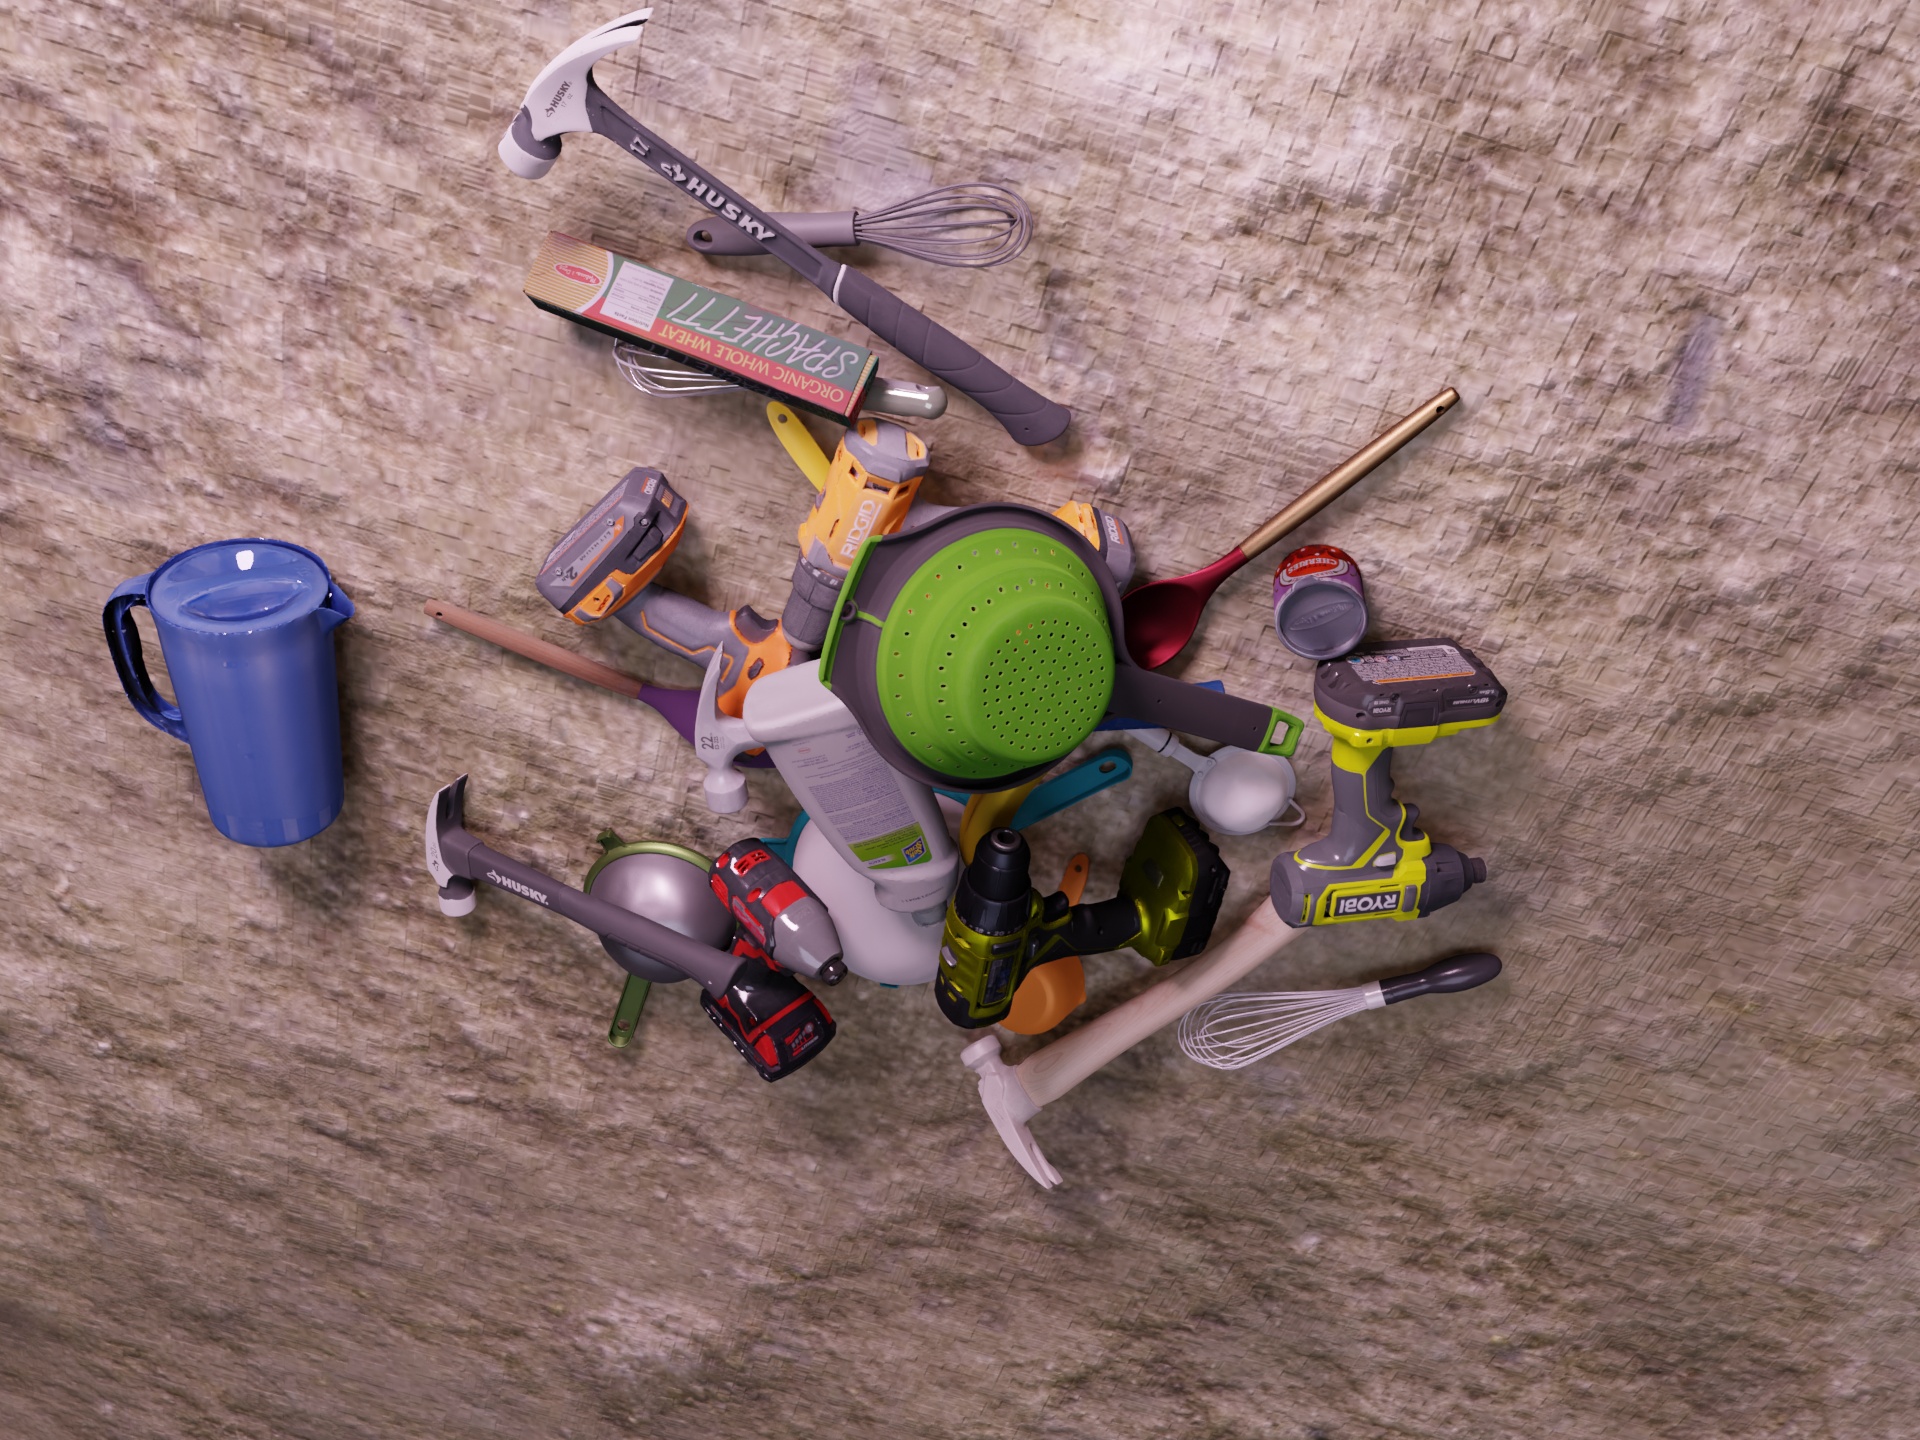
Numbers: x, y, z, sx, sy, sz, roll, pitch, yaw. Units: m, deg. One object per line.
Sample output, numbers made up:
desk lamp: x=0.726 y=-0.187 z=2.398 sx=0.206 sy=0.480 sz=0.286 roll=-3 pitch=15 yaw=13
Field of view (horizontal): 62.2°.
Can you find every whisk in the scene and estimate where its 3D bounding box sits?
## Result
whisk: x=-0.128 y=-0.239 z=1.104 sx=0.246 sy=0.058 sz=0.059 roll=11 pitch=116 yaw=10
whisk: x=-0.070 y=-0.326 z=1.063 sx=0.239 sy=0.055 sz=0.055 roll=2 pitch=124 yaw=12
whisk: x=0.328 y=0.248 z=1.383 sx=0.284 sy=0.070 sz=0.070 roll=-17 pitch=120 yaw=13

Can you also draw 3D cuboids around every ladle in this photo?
ladle: x=0.226 y=-0.138 z=1.155 sx=0.315 sy=0.031 sz=0.069 roll=-38 pitch=120 yaw=26

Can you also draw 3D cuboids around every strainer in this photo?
strainer: x=-0.003 y=0.126 z=1.322 sx=0.340 sy=0.095 sz=0.210 roll=-29 pitch=115 yaw=26
strainer: x=0.171 y=0.025 z=1.265 sx=0.258 sy=0.050 sz=0.087 roll=32 pitch=113 yaw=-9
strainer: x=-0.289 y=0.225 z=1.445 sx=0.151 sy=0.069 sz=0.256 roll=21 pitch=122 yaw=-6

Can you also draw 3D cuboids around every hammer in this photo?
hammer: x=-0.323 y=0.155 z=1.352 sx=0.335 sy=0.035 sz=0.146 roll=19 pitch=126 yaw=23
hammer: x=-0.091 y=-0.300 z=1.041 sx=0.408 sy=0.036 sz=0.149 roll=30 pitch=145 yaw=-24
hammer: x=-0.002 y=-0.004 z=1.214 sx=0.405 sy=0.035 sz=0.144 roll=-4 pitch=126 yaw=0
hammer: x=0.183 y=0.252 z=1.380 sx=0.410 sy=0.038 sz=0.146 roll=-39 pitch=71 yaw=24

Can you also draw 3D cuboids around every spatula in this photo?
spatula: x=-0.287 y=-0.032 z=1.304 sx=0.316 sy=0.018 sz=0.059 roll=23 pitch=115 yaw=-8

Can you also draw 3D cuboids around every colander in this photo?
colander: x=0.104 y=-0.018 z=1.092 sx=0.396 sy=0.095 sz=0.204 roll=14 pitch=101 yaw=-29

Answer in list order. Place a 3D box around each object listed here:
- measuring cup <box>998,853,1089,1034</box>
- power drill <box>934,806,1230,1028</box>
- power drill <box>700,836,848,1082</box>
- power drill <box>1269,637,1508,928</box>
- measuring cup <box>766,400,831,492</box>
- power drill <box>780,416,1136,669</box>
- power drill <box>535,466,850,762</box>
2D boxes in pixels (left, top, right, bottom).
measuring cup: x=0.071 y=0.194 z=1.370 sx=0.095 sy=0.052 sz=0.173 roll=28 pitch=117 yaw=19
power drill: x=0.093 y=0.143 z=1.258 sx=0.228 sy=0.080 sz=0.190 roll=-12 pitch=134 yaw=-24
power drill: x=-0.155 y=0.208 z=1.348 sx=0.143 sy=0.078 sz=0.219 roll=43 pitch=146 yaw=22
power drill: x=0.335 y=0.054 z=1.216 sx=0.171 sy=0.080 sz=0.223 roll=-5 pitch=121 yaw=-9
measuring cup: x=-0.091 y=-0.175 z=1.176 sx=0.062 sy=0.029 sz=0.156 roll=-27 pitch=113 yaw=23
power drill: x=-0.010 y=-0.103 z=1.157 sx=0.226 sy=0.084 sz=0.185 roll=17 pitch=124 yaw=-17
power drill: x=-0.189 y=-0.085 z=1.218 sx=0.164 sy=0.084 sz=0.226 roll=-38 pitch=115 yaw=22
